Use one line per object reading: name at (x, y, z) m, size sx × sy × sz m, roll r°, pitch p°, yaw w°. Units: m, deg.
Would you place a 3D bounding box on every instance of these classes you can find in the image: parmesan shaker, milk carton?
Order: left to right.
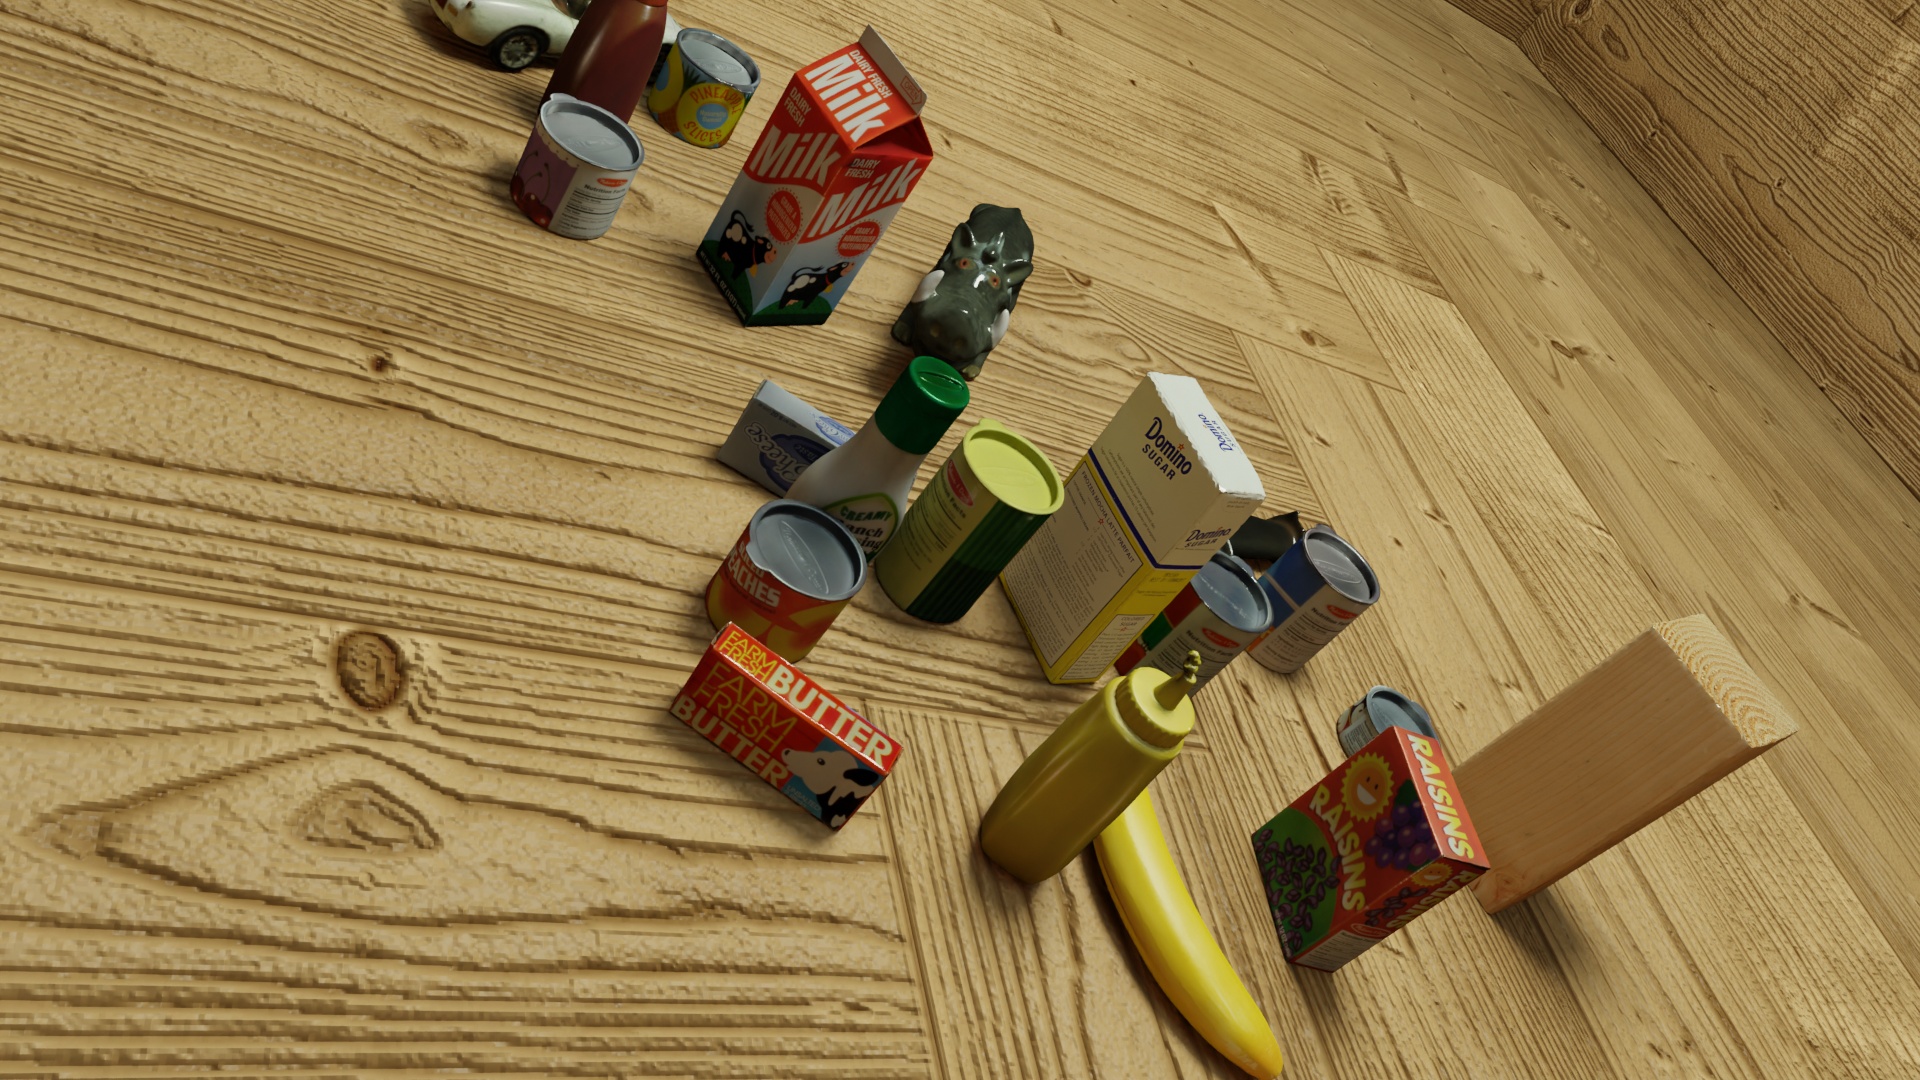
milk carton at (-0.086, -0.227, 0.880) m, size 0.074 × 0.189 × 0.072 m, roll -12°, pitch 59°, yaw -47°
parmesan shaker at (0.003, -0.010, 0.798) m, size 0.071 × 0.102 × 0.072 m, roll 24°, pitch 38°, yaw -20°

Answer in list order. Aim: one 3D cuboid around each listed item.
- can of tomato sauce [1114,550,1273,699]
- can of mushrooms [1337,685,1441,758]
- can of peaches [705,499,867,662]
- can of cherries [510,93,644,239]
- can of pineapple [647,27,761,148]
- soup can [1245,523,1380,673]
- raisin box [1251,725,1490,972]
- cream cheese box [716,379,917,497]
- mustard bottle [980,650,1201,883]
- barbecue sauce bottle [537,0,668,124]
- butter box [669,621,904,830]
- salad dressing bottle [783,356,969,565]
can of tomato sauce at (0.143, 0.054, 0.869) m, size 0.071 × 0.082 × 0.071 m, roll 24°, pitch 38°, yaw -20°
can of mushrooms at (0.296, 0.136, 0.956) m, size 0.071 × 0.033 × 0.071 m, roll 24°, pitch 38°, yaw -20°
can of peaches at (-0.093, 0.022, 0.718) m, size 0.071 × 0.057 × 0.071 m, roll 24°, pitch 38°, yaw -20°
can of cherries at (-0.240, -0.232, 0.863) m, size 0.071 × 0.058 × 0.072 m, roll 24°, pitch 38°, yaw -20°
can of pineapple at (-0.187, -0.329, 1.014) m, size 0.071 × 0.057 × 0.071 m, roll 24°, pitch 38°, yaw -20°
soup can at (0.237, 0.041, 0.965) m, size 0.071 × 0.083 × 0.072 m, roll 24°, pitch 38°, yaw -20°
raisin box at (0.225, 0.174, 0.777) m, size 0.040 × 0.122 × 0.086 m, roll 20°, pitch 40°, yaw -25°
cream cheese box at (-0.083, -0.044, 0.801) m, size 0.104 × 0.053 × 0.024 m, roll 31°, pitch 36°, yaw -11°
mustard bottle at (0.070, 0.107, 0.681) m, size 0.049 × 0.159 × 0.066 m, roll 38°, pitch 36°, yaw -2°
barbecue sauce bottle at (-0.222, -0.328, 0.905) m, size 0.044 × 0.147 × 0.065 m, roll 47°, pitch 36°, yaw 11°
butter box at (-0.083, 0.089, 0.658) m, size 0.103 × 0.053 × 0.024 m, roll 37°, pitch 36°, yaw -3°
salad dressing bottle at (-0.048, -0.035, 0.742) m, size 0.064 × 0.147 × 0.044 m, roll 13°, pitch 43°, yaw -32°
